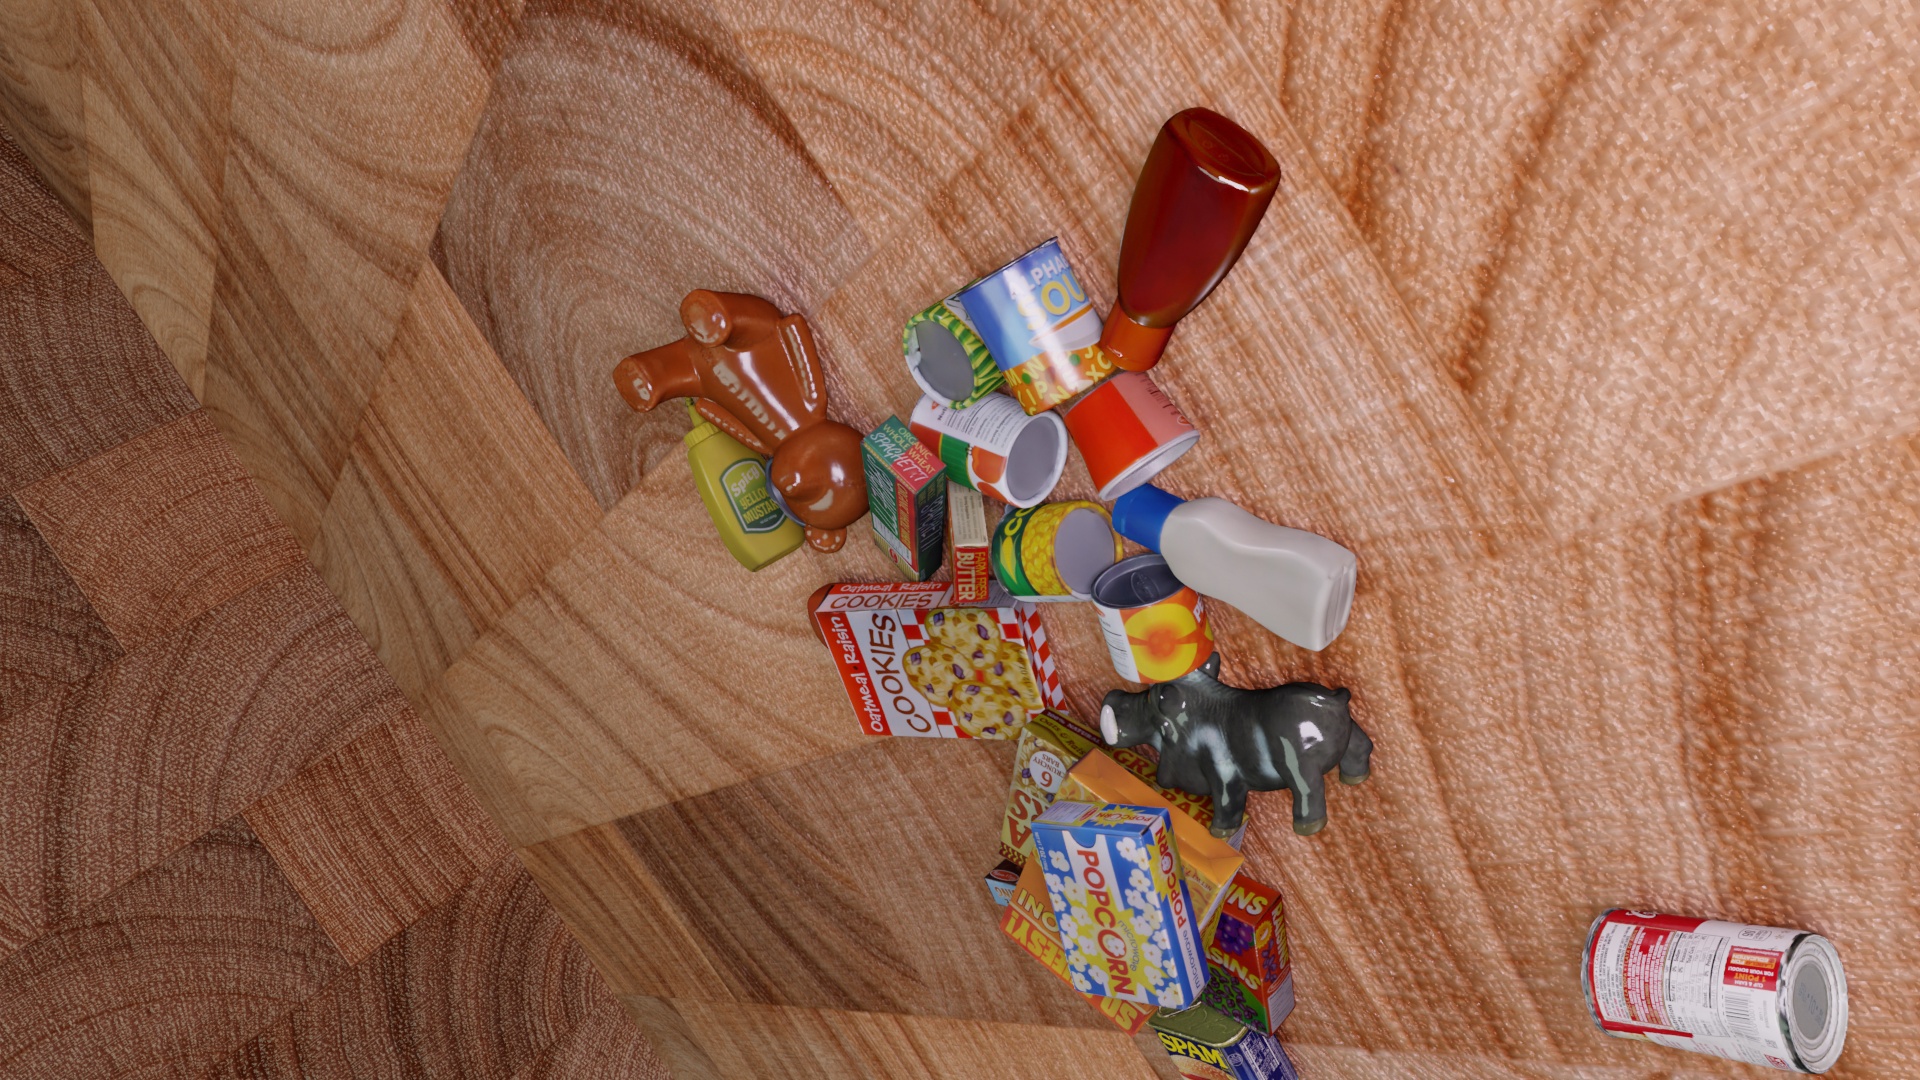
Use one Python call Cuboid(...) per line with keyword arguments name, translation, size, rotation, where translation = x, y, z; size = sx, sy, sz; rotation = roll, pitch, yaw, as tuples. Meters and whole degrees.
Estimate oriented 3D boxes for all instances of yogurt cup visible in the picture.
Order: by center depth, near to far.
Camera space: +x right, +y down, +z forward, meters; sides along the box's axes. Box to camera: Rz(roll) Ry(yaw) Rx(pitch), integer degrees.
Cuboid(name="yogurt cup", translation=(0.096, -0.063, 0.804), size=(0.054, 0.073, 0.072), rotation=(58, 148, 9))

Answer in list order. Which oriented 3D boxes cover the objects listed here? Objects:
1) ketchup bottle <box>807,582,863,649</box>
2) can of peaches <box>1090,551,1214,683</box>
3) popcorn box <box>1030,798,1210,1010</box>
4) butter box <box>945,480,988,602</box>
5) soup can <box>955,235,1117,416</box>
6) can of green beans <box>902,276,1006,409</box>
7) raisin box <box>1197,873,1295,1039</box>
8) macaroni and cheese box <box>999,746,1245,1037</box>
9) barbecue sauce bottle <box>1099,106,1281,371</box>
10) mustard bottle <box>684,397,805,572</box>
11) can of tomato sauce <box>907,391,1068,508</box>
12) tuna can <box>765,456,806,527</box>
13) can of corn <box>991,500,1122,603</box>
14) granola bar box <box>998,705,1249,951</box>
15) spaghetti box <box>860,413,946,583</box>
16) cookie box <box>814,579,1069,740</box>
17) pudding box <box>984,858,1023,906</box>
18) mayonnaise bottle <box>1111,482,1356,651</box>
Cuboid(name="ketchup bottle", translation=(-0.066, 0.066, 1.140), size=(0.148, 0.044, 0.064), rotation=(-3, 118, 52))
Cuboid(name="can of peaches", translation=(0.123, 0.047, 0.870), size=(0.071, 0.071, 0.058), rotation=(10, 127, 47))
Cuboid(name="popcorn box", translation=(0.102, 0.231, 0.887), size=(0.085, 0.038, 0.126), rotation=(-4, 107, 40))
Cuboid(name="butter box", translation=(0.003, -0.012, 0.944), size=(0.104, 0.024, 0.052), rotation=(-96, 4, -47))
Cuboid(name="soup can", translation=(0.048, -0.124, 0.806), size=(0.071, 0.072, 0.083), rotation=(-18, 105, 56))
Cuboid(name="can of green beans", translation=(0.006, -0.123, 0.866), size=(0.071, 0.058, 0.071), rotation=(31, 141, 30))
Cuboid(name="raisin box", translation=(0.198, 0.297, 1.025), size=(0.086, 0.040, 0.122), rotation=(19, 134, 42))
Cuboid(name="macaroni and cheese box", translation=(0.105, 0.240, 0.944), size=(0.124, 0.040, 0.165), rotation=(35, 128, 22))
Cuboid(name="barbecue sauce bottle", translation=(0.111, -0.149, 0.726), size=(0.065, 0.044, 0.147), rotation=(44, 146, 16))
Cuboid(name="mustard bottle", translation=(-0.193, -0.053, 1.175), size=(0.160, 0.065, 0.048), rotation=(59, 151, -1))
Cuboid(name="can of tomato sauce", translation=(0.019, -0.062, 0.899), size=(0.083, 0.071, 0.070), rotation=(23, 136, 37))
Cuboid(name="tuna can", translation=(-0.125, -0.046, 1.122), size=(0.071, 0.033, 0.070), rotation=(32, 141, 30))
Cuboid(name="can of corn", translation=(0.062, 0.005, 0.905), size=(0.058, 0.071, 0.071), rotation=(-4, 116, 52))
Cuboid(name="granola bar box", translation=(0.110, 0.209, 0.983), size=(0.166, 0.039, 0.123), rotation=(26, 125, 28))
Cuboid(name="spaghetti box", translation=(-0.037, -0.021, 0.955), size=(0.050, 0.029, 0.249), rotation=(45, 168, 10))
Cuboid(name="cookie box", translation=(-0.014, 0.091, 1.050), size=(0.167, 0.040, 0.122), rotation=(-3, 121, 27))
Cuboid(name="pudding box", translation=(0.067, 0.288, 1.170), size=(0.083, 0.050, 0.030), rotation=(0, 118, 50))
Cuboid(name="mayonnaise bottle", translation=(0.157, 0.007, 0.813), size=(0.148, 0.041, 0.064), rotation=(29, 136, 35))
